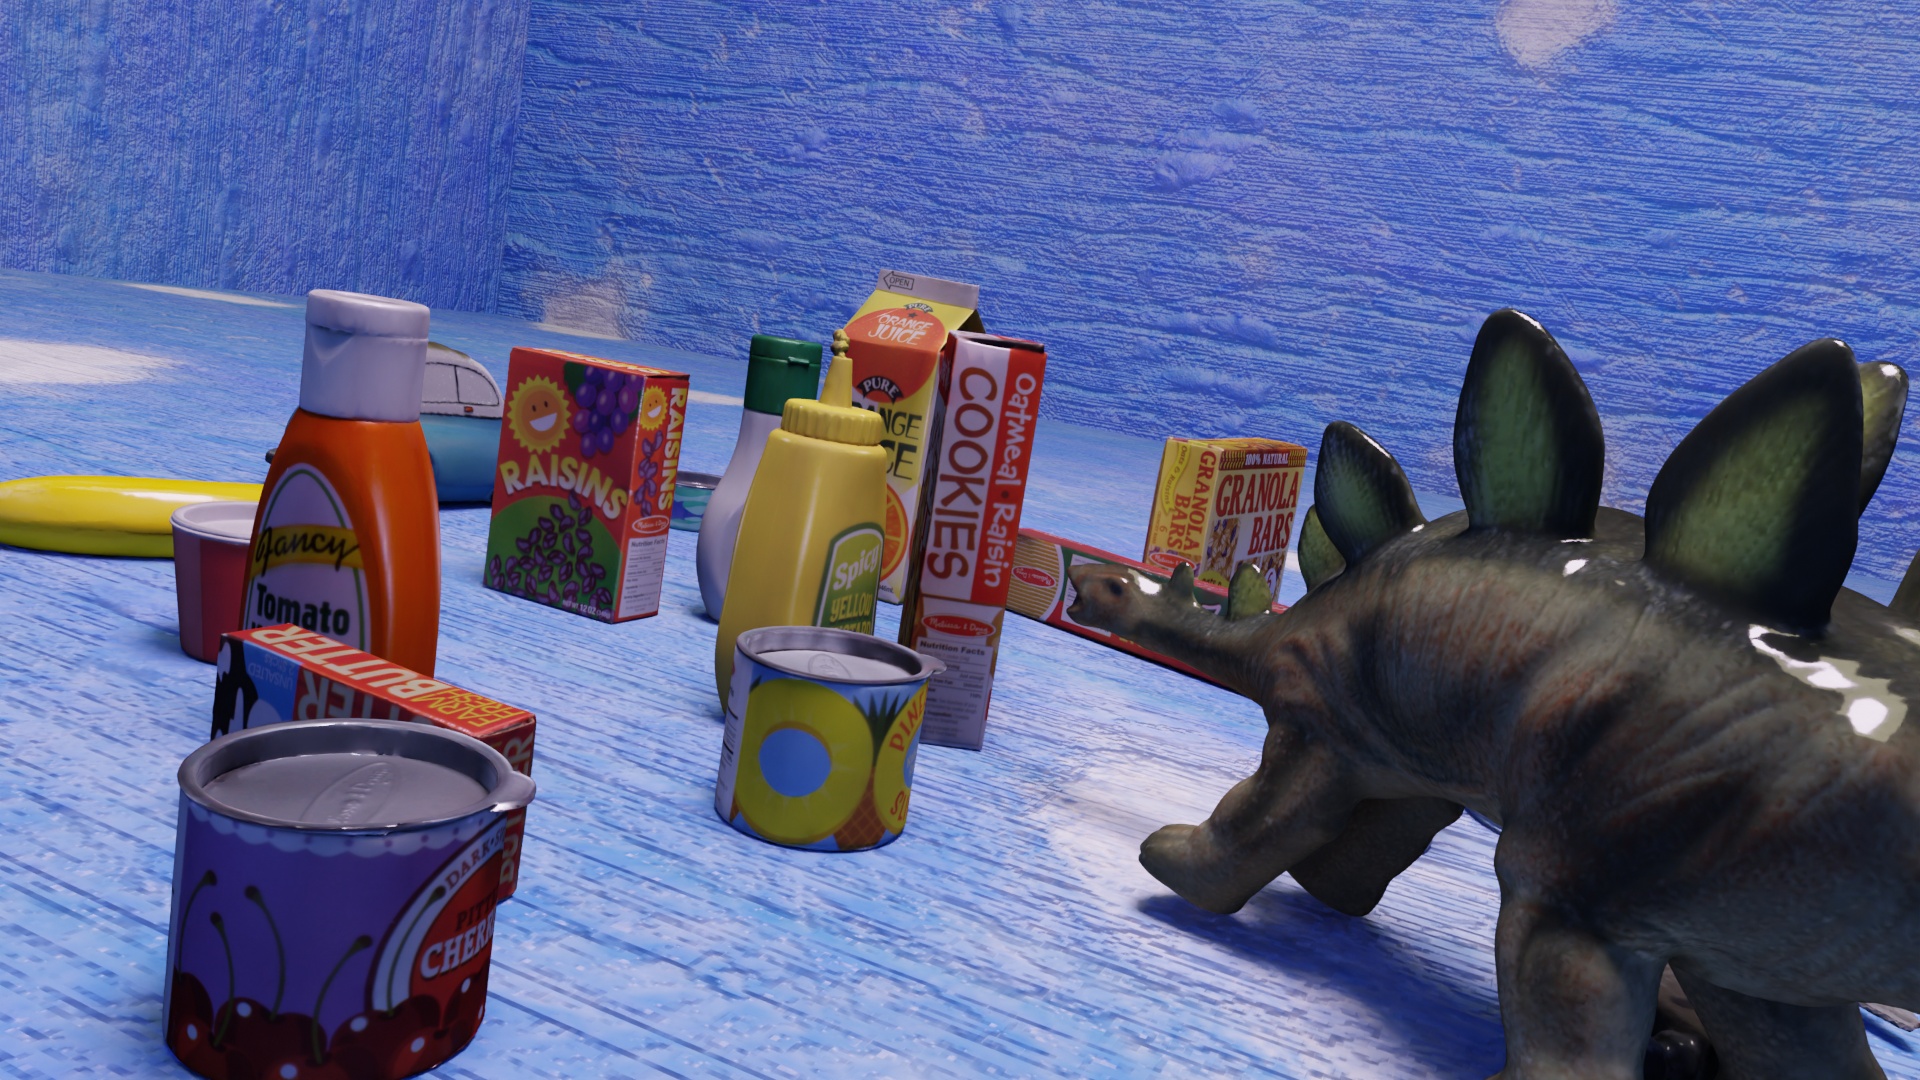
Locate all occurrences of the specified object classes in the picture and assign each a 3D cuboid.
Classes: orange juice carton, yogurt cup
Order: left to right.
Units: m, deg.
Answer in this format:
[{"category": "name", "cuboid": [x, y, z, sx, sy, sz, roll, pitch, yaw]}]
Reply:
[{"category": "yogurt cup", "cuboid": [-0.272, 0.017, 0.543, 0.072, 0.054, 0.072, 9, 9, -1]}, {"category": "orange juice carton", "cuboid": [-0.034, -0.065, 0.845, 0.072, 0.192, 0.073, 14, 10, 28]}]

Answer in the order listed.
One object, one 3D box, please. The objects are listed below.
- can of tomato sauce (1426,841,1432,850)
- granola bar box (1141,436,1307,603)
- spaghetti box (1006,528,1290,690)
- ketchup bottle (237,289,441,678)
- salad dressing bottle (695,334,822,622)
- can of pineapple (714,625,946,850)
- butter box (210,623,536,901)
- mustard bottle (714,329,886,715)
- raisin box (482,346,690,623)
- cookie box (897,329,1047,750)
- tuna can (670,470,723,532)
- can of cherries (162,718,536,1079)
[{"category": "can of tomato sauce", "cuboid": [0.158, 0.072, 0.546, 0.071, 0.083, 0.071, 9, 9, -1]}, {"category": "granola bar box", "cuboid": [0.165, -0.001, 0.871, 0.039, 0.124, 0.166, 14, 10, 29]}, {"category": "spaghetti box", "cuboid": [0.117, 0.044, 0.781, 0.029, 0.050, 0.250, 0, 13, -46]}, {"category": "ketchup bottle", "cuboid": [-0.201, -0.006, 0.456, 0.065, 0.148, 0.043, 12, 9, 15]}, {"category": "salad dressing bottle", "cuboid": [-0.098, -0.030, 0.710, 0.064, 0.147, 0.044, 4, 10, -30]}, {"category": "can of pineapple", "cuboid": [-0.044, 0.065, 0.465, 0.071, 0.057, 0.071, 9, 9, -1]}, {"category": "butter box", "cuboid": [-0.164, 0.061, 0.384, 0.103, 0.053, 0.024, 14, 10, 26]}, {"category": "mustard bottle", "cuboid": [-0.058, -0.005, 0.556, 0.049, 0.160, 0.065, 14, 10, 27]}, {"category": "raisin box", "cuboid": [-0.187, -0.029, 0.693, 0.086, 0.123, 0.040, 13, 9, 24]}, {"category": "cookie box", "cuboid": [0.002, -0.008, 0.613, 0.040, 0.167, 0.123, 9, 9, -4]}, {"category": "tuna can", "cuboid": [-0.187, -0.028, 0.967, 0.071, 0.032, 0.071, 9, 9, -1]}, {"category": "can of cherries", "cuboid": [-0.132, 0.077, 0.302, 0.071, 0.058, 0.071, 9, 9, -1]}]
